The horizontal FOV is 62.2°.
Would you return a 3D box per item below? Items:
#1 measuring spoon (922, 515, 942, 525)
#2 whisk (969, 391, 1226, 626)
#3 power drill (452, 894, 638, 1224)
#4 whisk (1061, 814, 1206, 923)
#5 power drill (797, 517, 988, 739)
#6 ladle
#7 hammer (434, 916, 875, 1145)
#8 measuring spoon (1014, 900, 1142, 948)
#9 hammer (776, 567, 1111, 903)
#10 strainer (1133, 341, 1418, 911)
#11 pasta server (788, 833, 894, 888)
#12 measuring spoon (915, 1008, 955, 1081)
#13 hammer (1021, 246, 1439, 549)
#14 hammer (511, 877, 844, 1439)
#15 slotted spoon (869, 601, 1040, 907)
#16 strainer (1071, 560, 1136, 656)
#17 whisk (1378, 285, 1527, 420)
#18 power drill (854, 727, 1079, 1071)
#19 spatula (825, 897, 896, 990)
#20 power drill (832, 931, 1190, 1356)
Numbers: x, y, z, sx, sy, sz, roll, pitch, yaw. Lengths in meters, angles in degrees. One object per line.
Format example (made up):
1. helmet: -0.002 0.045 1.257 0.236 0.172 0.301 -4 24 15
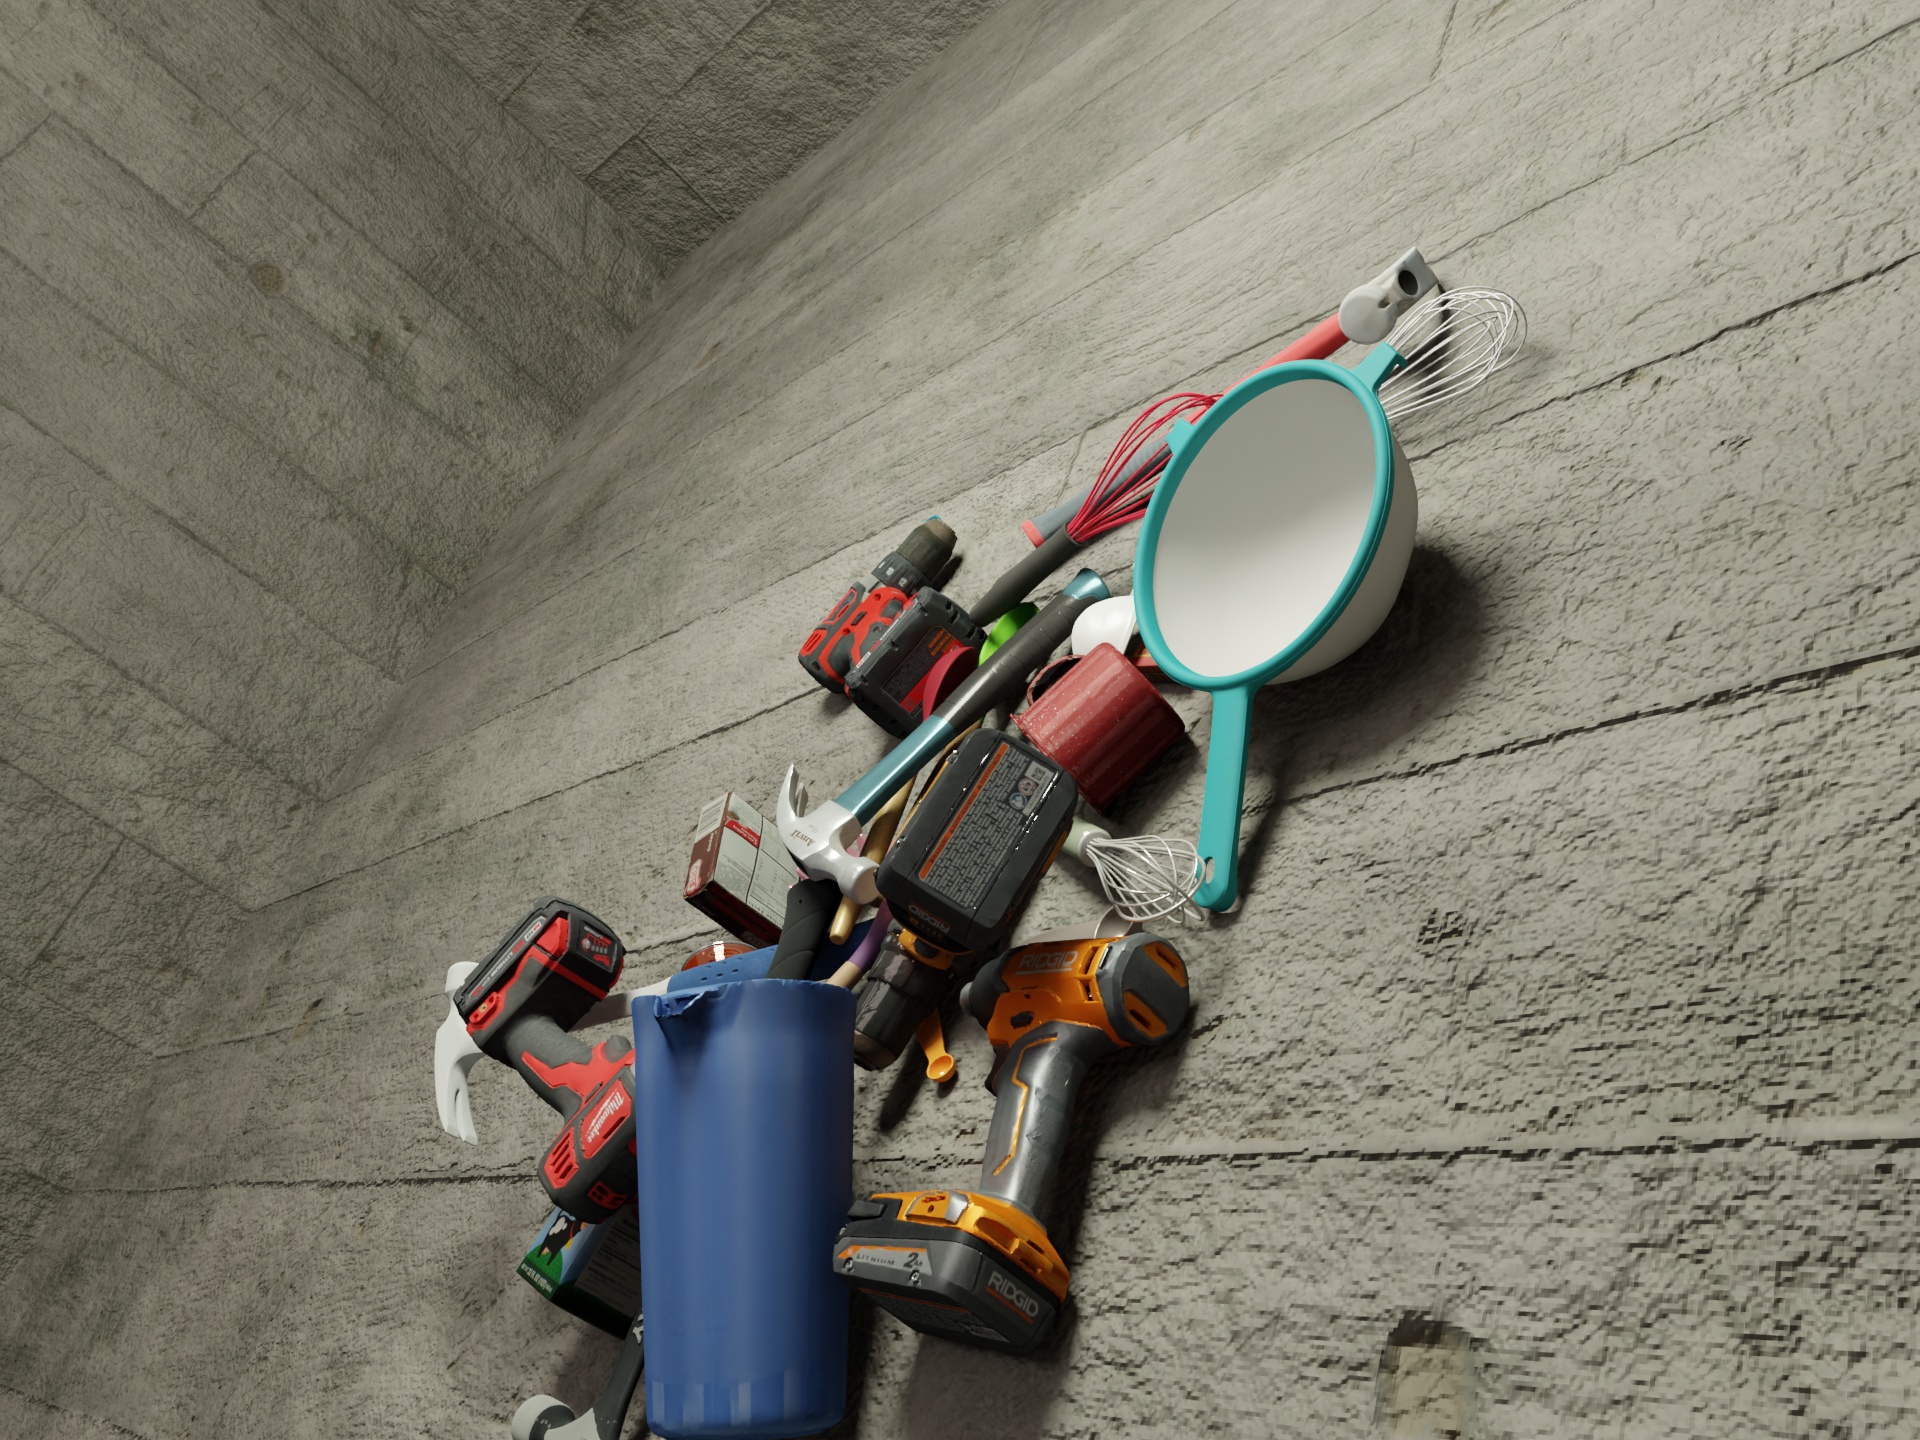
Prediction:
1. measuring spoon: -0.052 -0.141 1.540 0.128 0.021 0.042 -53 26 14
2. whisk: 0.100 -0.152 1.202 0.295 0.073 0.073 -39 27 40
3. power drill: -0.252 0.223 1.092 0.143 0.078 0.220 -47 44 -3
4. whisk: 0.088 0.081 0.985 0.058 0.059 0.246 -46 17 -6
5. power drill: -0.048 -0.088 1.397 0.188 0.080 0.227 -49 24 0
6. ladle: -0.042 0.048 1.182 0.316 0.031 0.069 -68 -9 -47
7. hammer: -0.221 0.209 1.175 0.405 0.035 0.144 -16 54 19
8. measuring spoon: 0.072 0.139 0.988 0.124 0.018 0.034 -26 32 51
9. hammer: -0.002 -0.004 1.162 0.128 0.033 0.331 25 58 41
10. strainer: 0.199 -0.046 0.968 0.211 0.095 0.340 -10 66 55
11. pasta server: -0.002 0.064 1.166 0.316 0.040 0.060 -31 21 30
12. measuring spoon: -0.020 0.202 1.047 0.021 0.011 0.117 -33 25 3
13. hammer: 0.194 -0.234 1.235 0.386 0.038 0.143 -31 8 42
14. hammer: -0.162 0.291 1.043 0.149 0.036 0.409 0 62 45
15. slotted spoon: -0.002 0.021 1.186 0.070 0.031 0.314 -23 28 43
16. strainer: 0.132 -0.107 1.175 0.259 0.050 0.086 -61 -1 -34
17. whisk: 0.260 -0.207 1.098 0.284 0.070 0.070 -33 31 40
18. power drill: -0.011 0.118 0.975 0.185 0.084 0.226 -57 -6 -21
19. spatula: -0.087 0.181 1.049 0.018 0.059 0.316 17 54 41
20. power drill: 0.022 0.221 0.883 0.164 0.084 0.227 -15 39 51
